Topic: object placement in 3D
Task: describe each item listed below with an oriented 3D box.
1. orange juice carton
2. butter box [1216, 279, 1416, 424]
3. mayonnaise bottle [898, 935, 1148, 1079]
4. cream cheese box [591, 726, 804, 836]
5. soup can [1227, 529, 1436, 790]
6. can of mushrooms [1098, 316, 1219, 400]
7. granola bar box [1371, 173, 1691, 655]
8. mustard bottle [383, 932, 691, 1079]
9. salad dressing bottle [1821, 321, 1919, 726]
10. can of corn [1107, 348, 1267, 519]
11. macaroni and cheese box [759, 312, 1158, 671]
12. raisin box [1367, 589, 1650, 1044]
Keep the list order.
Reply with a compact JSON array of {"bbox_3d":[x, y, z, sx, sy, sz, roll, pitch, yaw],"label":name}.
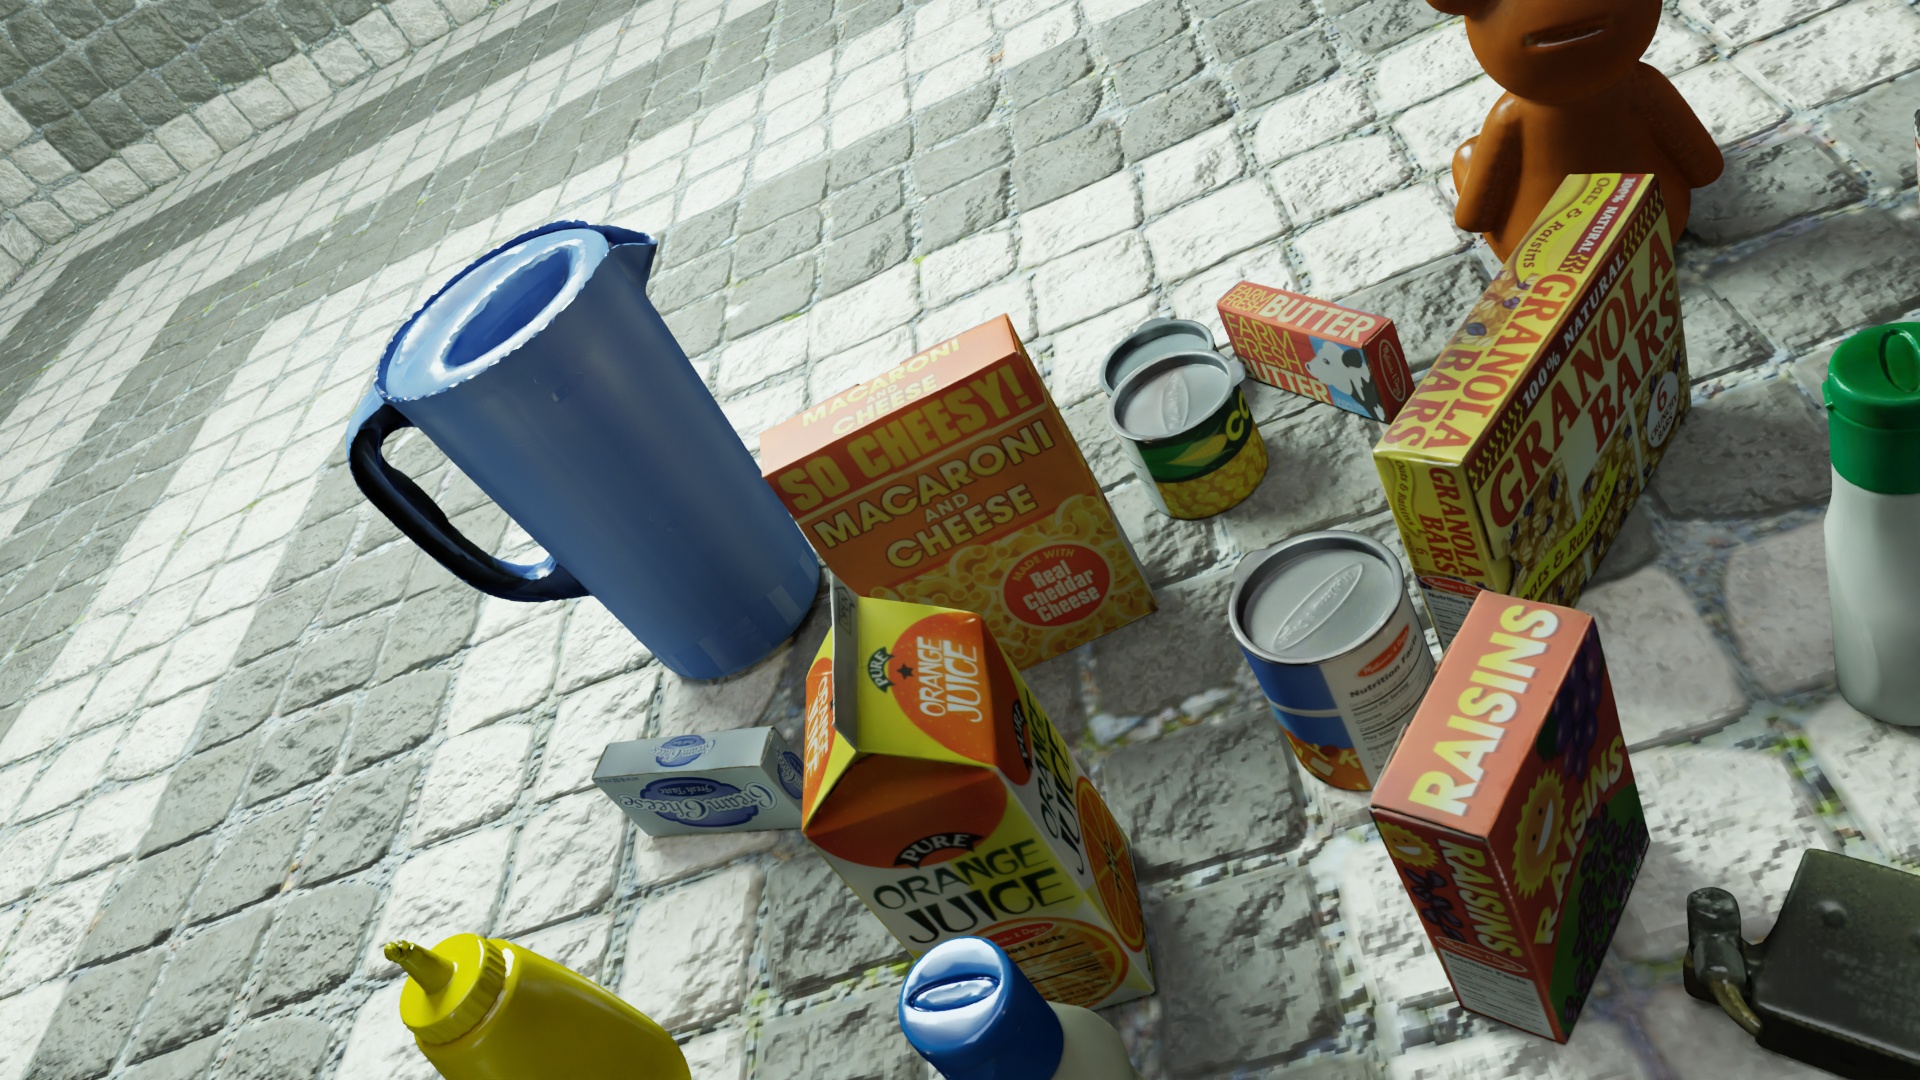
[{"bbox_3d":[0.000,0.097,0.501,0.073,0.192,0.072,-22,38,14],"label":"orange juice carton"},{"bbox_3d":[0.179,-0.098,0.708,0.024,0.053,0.103,-43,38,-13],"label":"butter box"},{"bbox_3d":[0.029,0.175,0.430,0.064,0.147,0.041,-18,39,19],"label":"mayonnaise bottle"},{"bbox_3d":[-0.122,0.119,0.677,0.103,0.053,0.024,-9,43,27],"label":"cream cheese box"},{"bbox_3d":[0.148,0.046,0.544,0.071,0.083,0.072,-19,39,17],"label":"soup can"},{"bbox_3d":[0.112,-0.090,0.763,0.071,0.033,0.071,-19,39,17],"label":"can of mushrooms"},{"bbox_3d":[0.235,-0.046,0.553,0.039,0.123,0.166,16,58,45],"label":"granola bar box"},{"bbox_3d":[-0.169,0.192,0.539,0.049,0.159,0.065,1,48,36],"label":"mustard bottle"},{"bbox_3d":[0.299,-0.002,0.439,0.044,0.147,0.064,-8,44,29],"label":"salad dressing bottle"},{"bbox_3d":[0.117,-0.054,0.698,0.071,0.058,0.071,-19,39,17],"label":"can of corn"},{"bbox_3d":[0.002,-0.008,0.639,0.123,0.166,0.040,-25,38,9],"label":"macaroni and cheese box"},{"bbox_3d":[0.178,0.089,0.442,0.040,0.123,0.086,12,55,43],"label":"raisin box"}]
